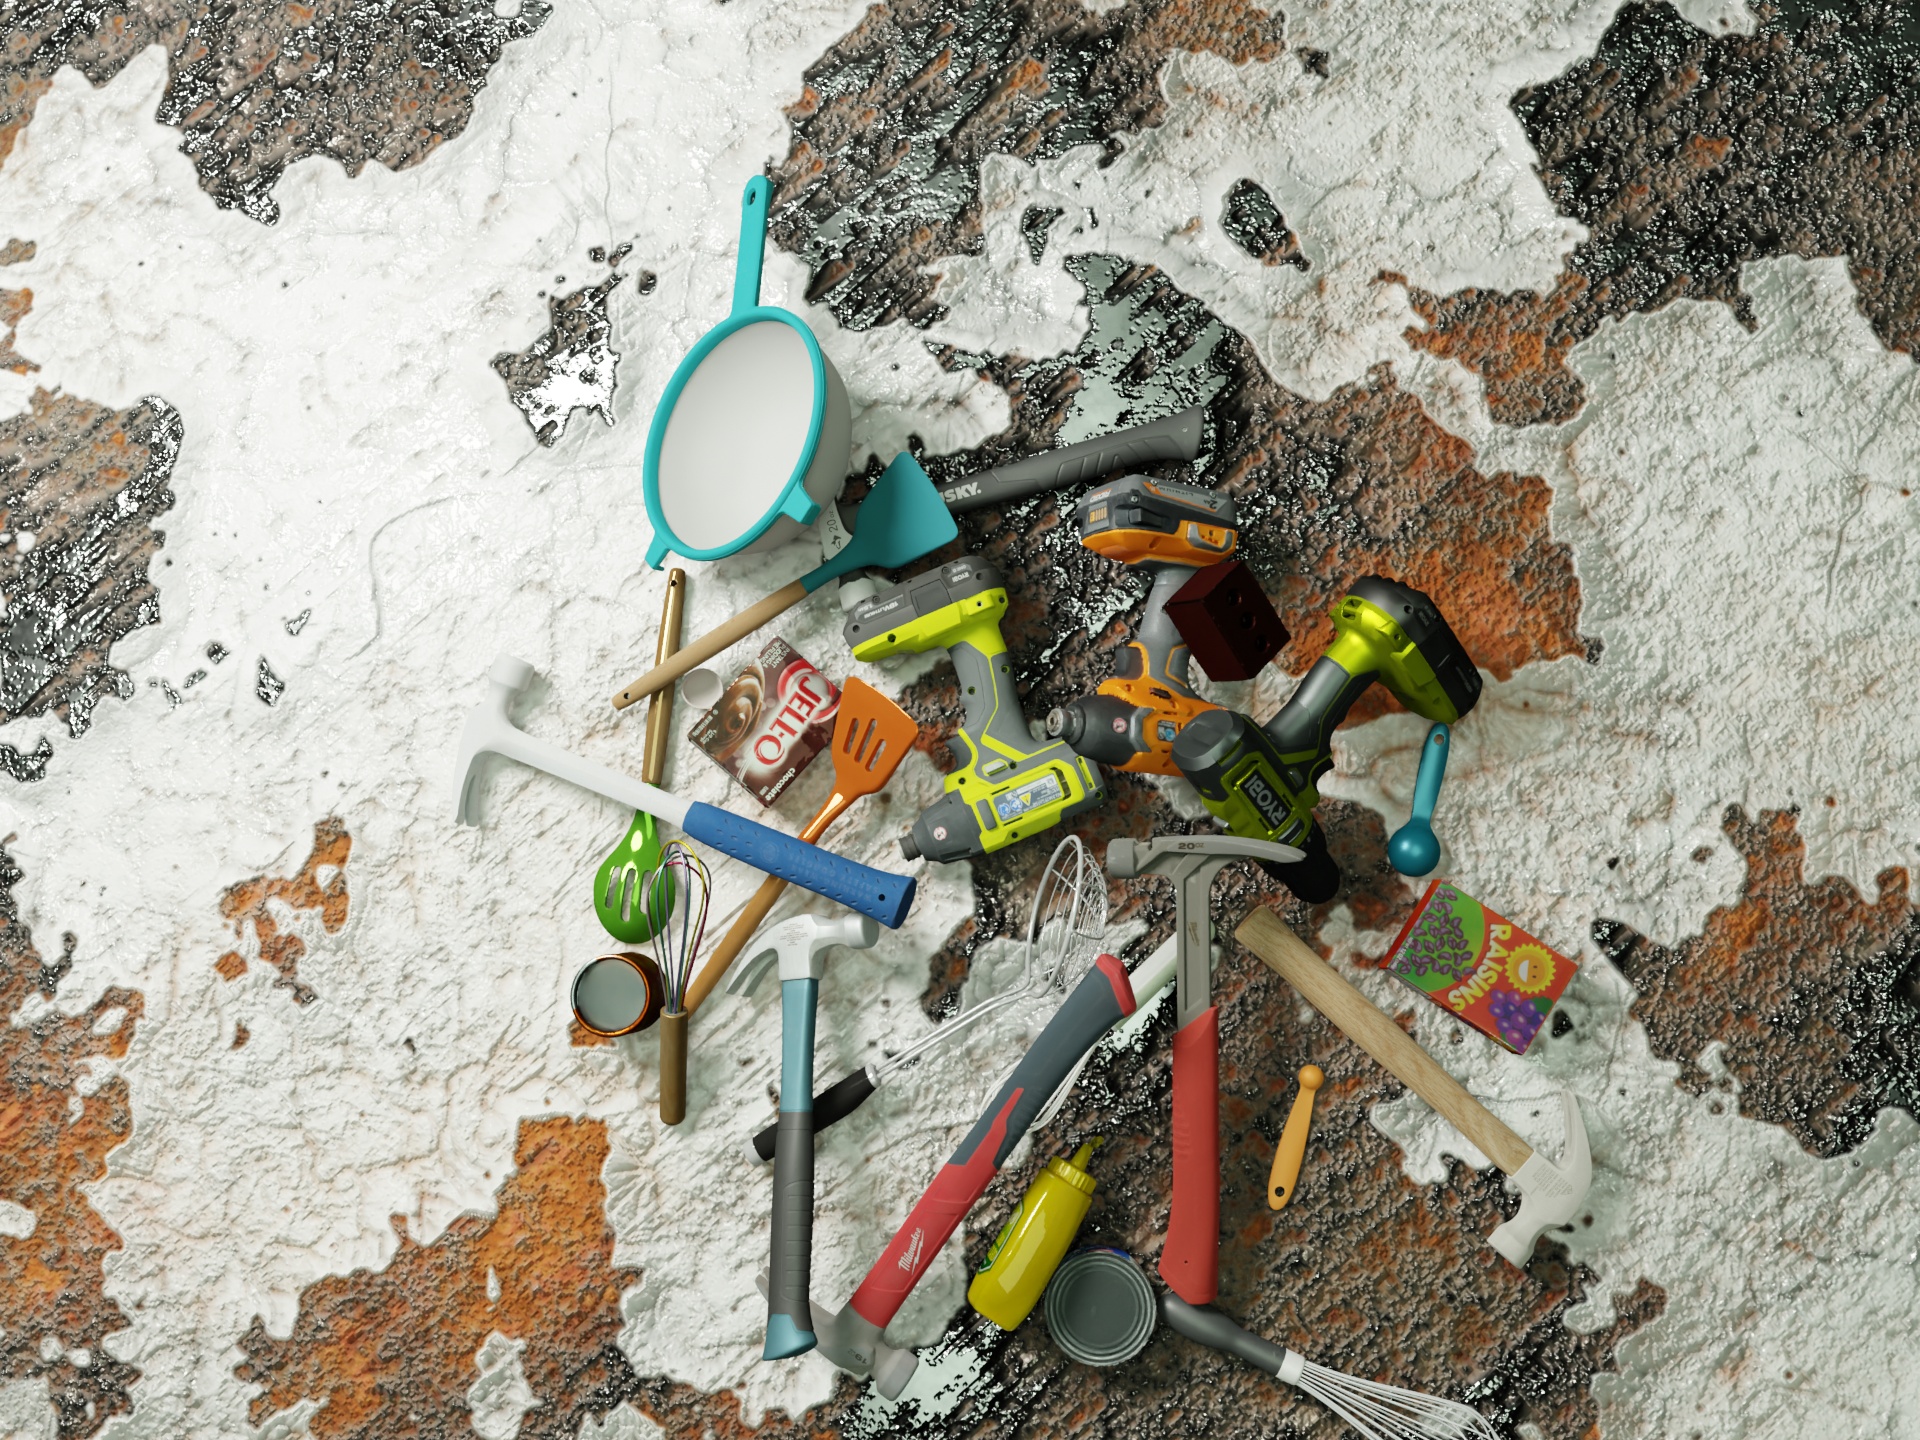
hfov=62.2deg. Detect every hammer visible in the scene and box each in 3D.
[{"bbox_3d":[-0.126,0.315,1.220,0.128,0.033,0.331,-9,70,28],"label":"hammer"},{"bbox_3d":[-0.226,0.078,1.262,0.405,0.035,0.144,21,86,16],"label":"hammer"},{"bbox_3d":[0.042,-0.204,1.323,0.335,0.035,0.146,-16,83,1],"label":"hammer"},{"bbox_3d":[-0.002,0.330,1.216,0.143,0.038,0.386,35,99,7],"label":"hammer"},{"bbox_3d":[0.353,0.266,1.249,0.331,0.031,0.130,42,87,7],"label":"hammer"},{"bbox_3d":[0.189,0.267,1.215,0.149,0.036,0.359,0,95,20],"label":"hammer"}]

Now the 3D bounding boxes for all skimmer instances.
[{"bbox_3d":[-0.034,0.225,1.244,0.363,0.127,0.090,-33,107,6],"label":"skimmer"}]

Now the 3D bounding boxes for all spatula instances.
[{"bbox_3d":[-0.151,-0.097,1.285,0.317,0.044,0.082,-32,86,4],"label":"spatula"},{"bbox_3d":[-0.143,0.116,1.271,0.081,0.041,0.322,37,94,25],"label":"spatula"}]

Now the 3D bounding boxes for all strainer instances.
[{"bbox_3d":[-0.153,-0.280,1.305,0.211,0.095,0.340,-11,69,39],"label":"strainer"}]

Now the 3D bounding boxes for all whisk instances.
[{"bbox_3d":[0.282,0.508,1.214,0.284,0.070,0.070,24,85,11],"label":"whisk"},{"bbox_3d":[-0.221,0.208,1.238,0.047,0.051,0.245,7,108,8],"label":"whisk"},{"bbox_3d":[0.109,0.241,1.259,0.246,0.058,0.059,-42,126,-7],"label":"whisk"}]

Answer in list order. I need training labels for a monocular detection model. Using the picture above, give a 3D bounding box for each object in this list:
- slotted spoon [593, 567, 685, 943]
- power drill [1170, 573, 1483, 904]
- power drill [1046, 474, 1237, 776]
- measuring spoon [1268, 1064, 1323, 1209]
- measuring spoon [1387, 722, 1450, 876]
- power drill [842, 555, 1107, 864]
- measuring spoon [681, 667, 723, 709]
[{"bbox_3d":[-0.255,0.027,1.313,0.070,0.031,0.314,5,82,7],"label":"slotted spoon"},{"bbox_3d":[0.293,0.018,1.240,0.228,0.080,0.190,-45,117,-6],"label":"power drill"},{"bbox_3d":[0.142,-0.071,1.250,0.164,0.084,0.226,6,82,-30],"label":"power drill"},{"bbox_3d":[0.264,0.329,1.255,0.021,0.011,0.117,17,84,5],"label":"measuring spoon"},{"bbox_3d":[0.375,0.062,1.277,0.042,0.021,0.128,13,85,4],"label":"measuring spoon"},{"bbox_3d":[-0.002,-0.004,1.280,0.171,0.080,0.223,-23,85,0],"label":"power drill"},{"bbox_3d":[-0.181,0.005,1.321,0.124,0.018,0.034,43,82,0],"label":"measuring spoon"}]
